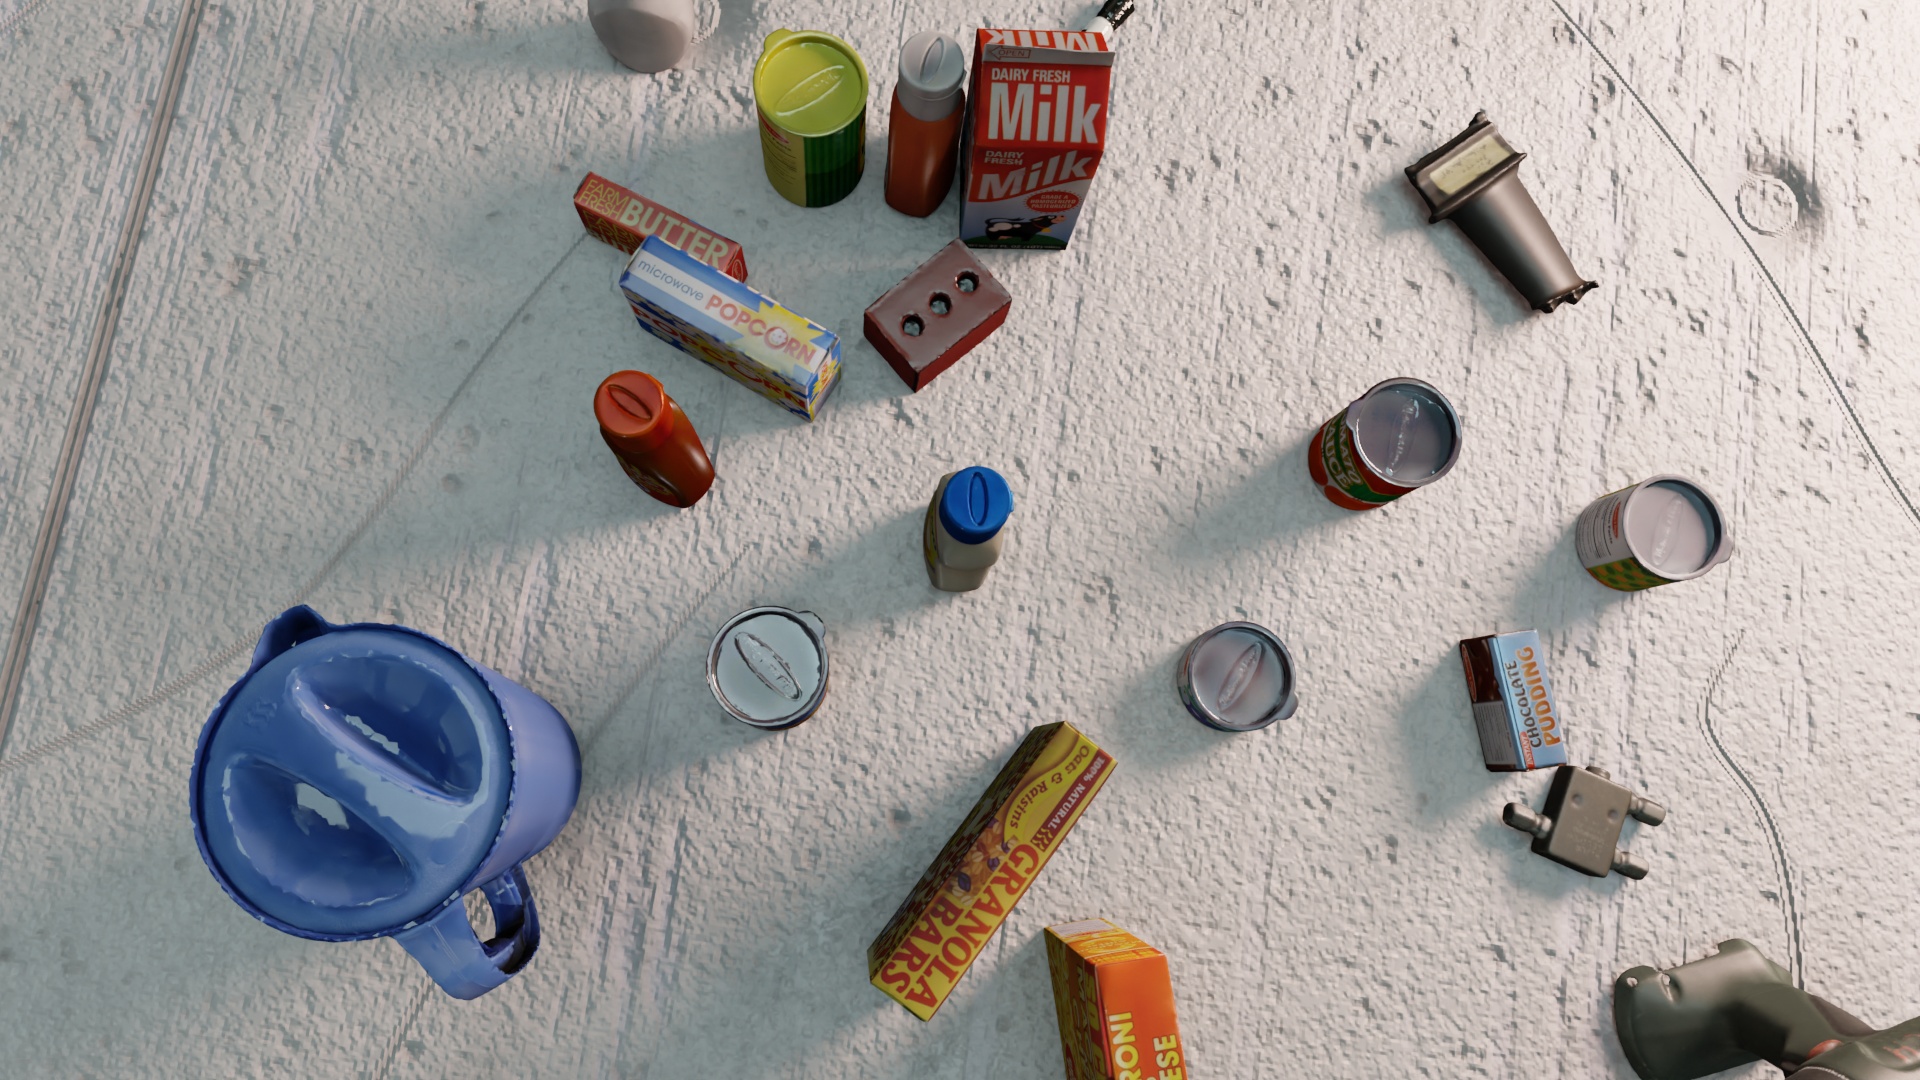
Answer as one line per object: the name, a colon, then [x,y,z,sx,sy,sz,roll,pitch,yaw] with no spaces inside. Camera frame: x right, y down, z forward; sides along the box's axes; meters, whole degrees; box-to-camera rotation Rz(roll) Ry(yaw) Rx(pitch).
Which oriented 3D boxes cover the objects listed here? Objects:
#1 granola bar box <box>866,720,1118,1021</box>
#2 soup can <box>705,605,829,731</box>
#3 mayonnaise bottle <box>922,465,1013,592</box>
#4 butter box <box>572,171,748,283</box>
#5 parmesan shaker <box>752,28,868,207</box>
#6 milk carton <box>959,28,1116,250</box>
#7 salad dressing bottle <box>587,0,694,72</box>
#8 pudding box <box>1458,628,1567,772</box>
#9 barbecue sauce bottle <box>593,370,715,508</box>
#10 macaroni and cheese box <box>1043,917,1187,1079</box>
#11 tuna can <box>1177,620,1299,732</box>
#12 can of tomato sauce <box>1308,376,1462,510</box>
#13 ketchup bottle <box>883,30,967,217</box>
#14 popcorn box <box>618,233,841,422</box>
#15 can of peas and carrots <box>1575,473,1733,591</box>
granola bar box: [0.015,0.178,0.766,0.039,0.124,0.166,38,79,2]
soup can: [-0.106,0.073,0.795,0.071,0.083,0.071,1,80,-5]
mayonnaise bottle: [0.003,-0.010,0.786,0.041,0.148,0.065,-1,81,-5]
butter box: [-0.183,-0.185,0.850,0.103,0.053,0.024,26,79,0]
parmesan shaker: [-0.091,-0.256,0.845,0.071,0.103,0.071,1,80,-5]
milk carton: [0.040,-0.238,0.809,0.072,0.190,0.073,1,80,-4]
salad dressing bottle: [-0.195,-0.334,0.828,0.064,0.147,0.044,3,80,-4]
pudding box: [0.335,0.097,0.845,0.030,0.049,0.084,-9,81,-6]
barbecue sauce bottle: [-0.175,-0.059,0.780,0.065,0.148,0.044,38,80,2]
macaroni and cheese box: [0.082,0.273,0.733,0.040,0.166,0.124,-8,81,-6]
tuna can: [0.169,0.085,0.842,0.071,0.032,0.071,1,80,-5]
can of tomato sauce: [0.255,-0.057,0.849,0.071,0.083,0.071,1,80,-5]
ketchup bottle: [-0.020,-0.249,0.827,0.043,0.148,0.065,18,79,-1]
popcorn box: [-0.135,-0.125,0.827,0.127,0.085,0.038,29,79,1]
can of peas and carrots: [0.432,-0.003,0.867,0.071,0.058,0.071,1,80,-5]
